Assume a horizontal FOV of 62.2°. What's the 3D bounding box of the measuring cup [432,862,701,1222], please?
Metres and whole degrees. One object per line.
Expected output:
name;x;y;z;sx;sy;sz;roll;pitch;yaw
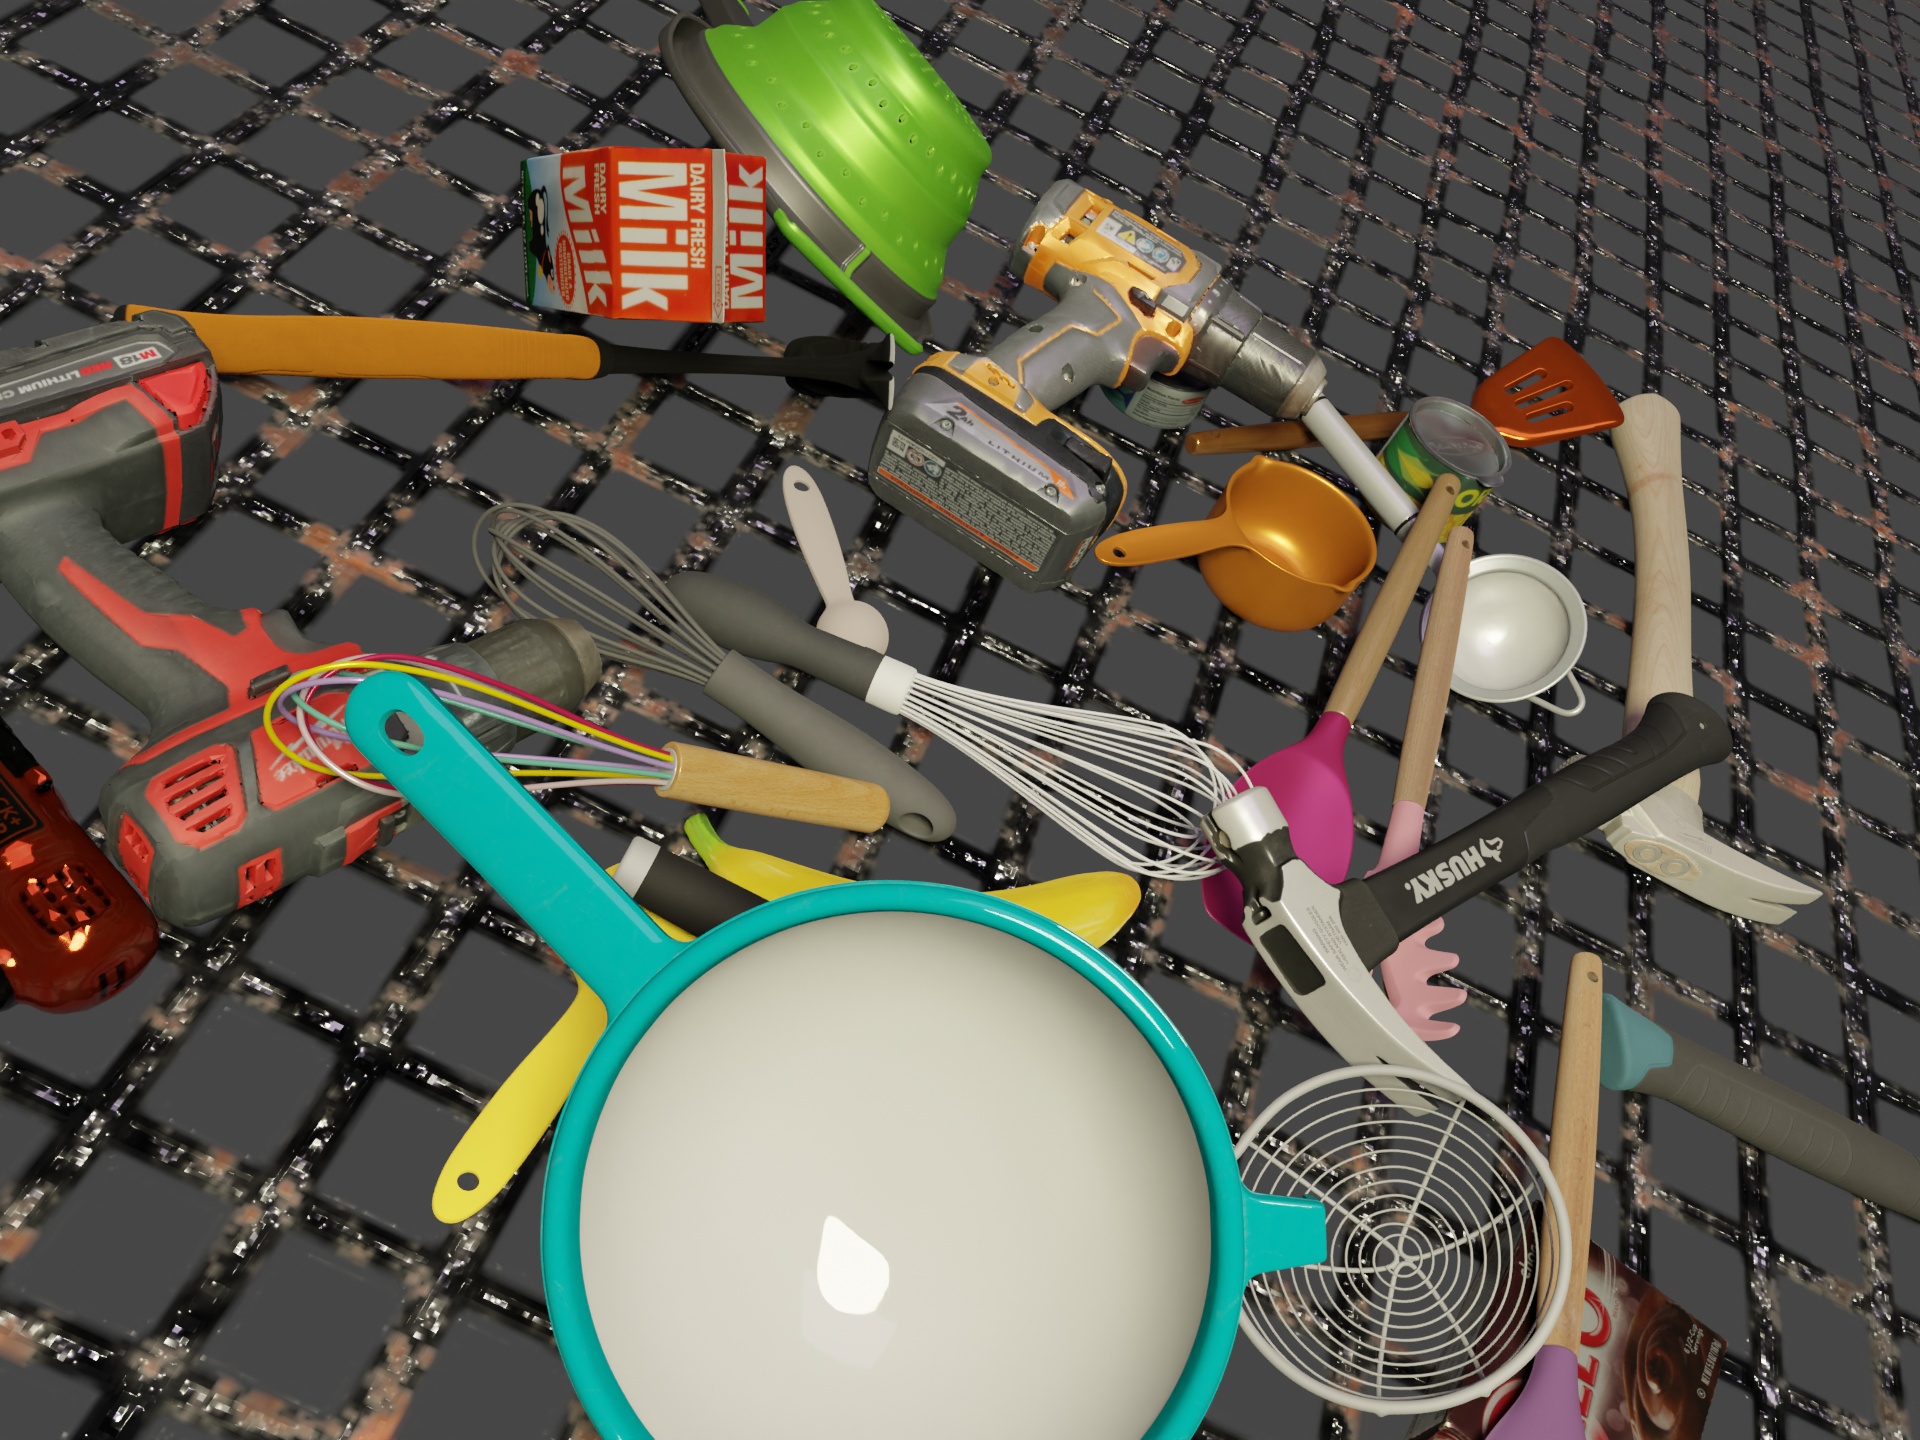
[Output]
measuring cup;-0.137;0.109;0.566;0.062;0.029;0.157;30;45;1

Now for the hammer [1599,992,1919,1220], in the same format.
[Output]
hammer;0.438;0.215;0.737;0.331;0.033;0.128;26;49;-3

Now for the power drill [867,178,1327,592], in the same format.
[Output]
power drill;0.078;-0.169;0.828;0.185;0.084;0.226;33;58;3

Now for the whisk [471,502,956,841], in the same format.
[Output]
whisk;-0.103;-0.017;0.675;0.239;0.055;0.055;34;48;-2

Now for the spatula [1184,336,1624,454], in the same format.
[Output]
spatula;0.272;-0.188;0.976;0.322;0.041;0.081;-11;60;-29

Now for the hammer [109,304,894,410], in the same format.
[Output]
hammer;-0.198;-0.165;0.722;0.336;0.034;0.127;-3;14;-20

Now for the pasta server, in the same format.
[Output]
pasta server;0.226;0.018;0.769;0.060;0.040;0.316;30;56;-12

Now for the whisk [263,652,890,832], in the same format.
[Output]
whisk;-0.130;0.016;0.587;0.244;0.047;0.051;13;8;-37

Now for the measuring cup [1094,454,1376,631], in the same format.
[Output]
measuring cup;0.133;-0.082;0.824;0.173;0.052;0.095;-11;60;-28

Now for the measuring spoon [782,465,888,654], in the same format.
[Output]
measuring spoon;-0.062;-0.080;0.757;0.034;0.018;0.124;-5;55;-27

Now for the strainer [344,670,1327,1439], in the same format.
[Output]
strainer;-0.064;0.110;0.519;0.340;0.095;0.211;45;90;5

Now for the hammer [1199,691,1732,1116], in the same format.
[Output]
hammer;0.261;0.055;0.727;0.334;0.035;0.146;-20;74;-36

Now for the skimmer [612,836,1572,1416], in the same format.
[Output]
skimmer;0.044;0.128;0.575;0.363;0.090;0.127;29;66;-7

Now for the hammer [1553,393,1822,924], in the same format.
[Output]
hammer;0.426;-0.063;0.949;0.146;0.038;0.411;26;48;-5

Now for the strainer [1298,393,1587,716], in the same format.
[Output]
strainer;0.260;-0.101;0.890;0.087;0.050;0.259;-35;71;5

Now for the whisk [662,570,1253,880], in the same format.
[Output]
whisk;-0.001;-0.003;0.703;0.284;0.070;0.070;24;48;2

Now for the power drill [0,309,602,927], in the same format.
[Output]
power drill;-0.267;-0.048;0.605;0.188;0.080;0.227;-32;74;-38

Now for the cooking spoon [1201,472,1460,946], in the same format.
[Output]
cooking spoon;0.196;-0.018;0.792;0.069;0.017;0.319;34;59;-1

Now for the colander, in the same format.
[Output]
colander;-0.074;-0.358;0.875;0.204;0.094;0.398;36;22;-43

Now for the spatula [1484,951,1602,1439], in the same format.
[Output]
spatula;0.225;0.214;0.602;0.060;0.018;0.316;23;50;2
